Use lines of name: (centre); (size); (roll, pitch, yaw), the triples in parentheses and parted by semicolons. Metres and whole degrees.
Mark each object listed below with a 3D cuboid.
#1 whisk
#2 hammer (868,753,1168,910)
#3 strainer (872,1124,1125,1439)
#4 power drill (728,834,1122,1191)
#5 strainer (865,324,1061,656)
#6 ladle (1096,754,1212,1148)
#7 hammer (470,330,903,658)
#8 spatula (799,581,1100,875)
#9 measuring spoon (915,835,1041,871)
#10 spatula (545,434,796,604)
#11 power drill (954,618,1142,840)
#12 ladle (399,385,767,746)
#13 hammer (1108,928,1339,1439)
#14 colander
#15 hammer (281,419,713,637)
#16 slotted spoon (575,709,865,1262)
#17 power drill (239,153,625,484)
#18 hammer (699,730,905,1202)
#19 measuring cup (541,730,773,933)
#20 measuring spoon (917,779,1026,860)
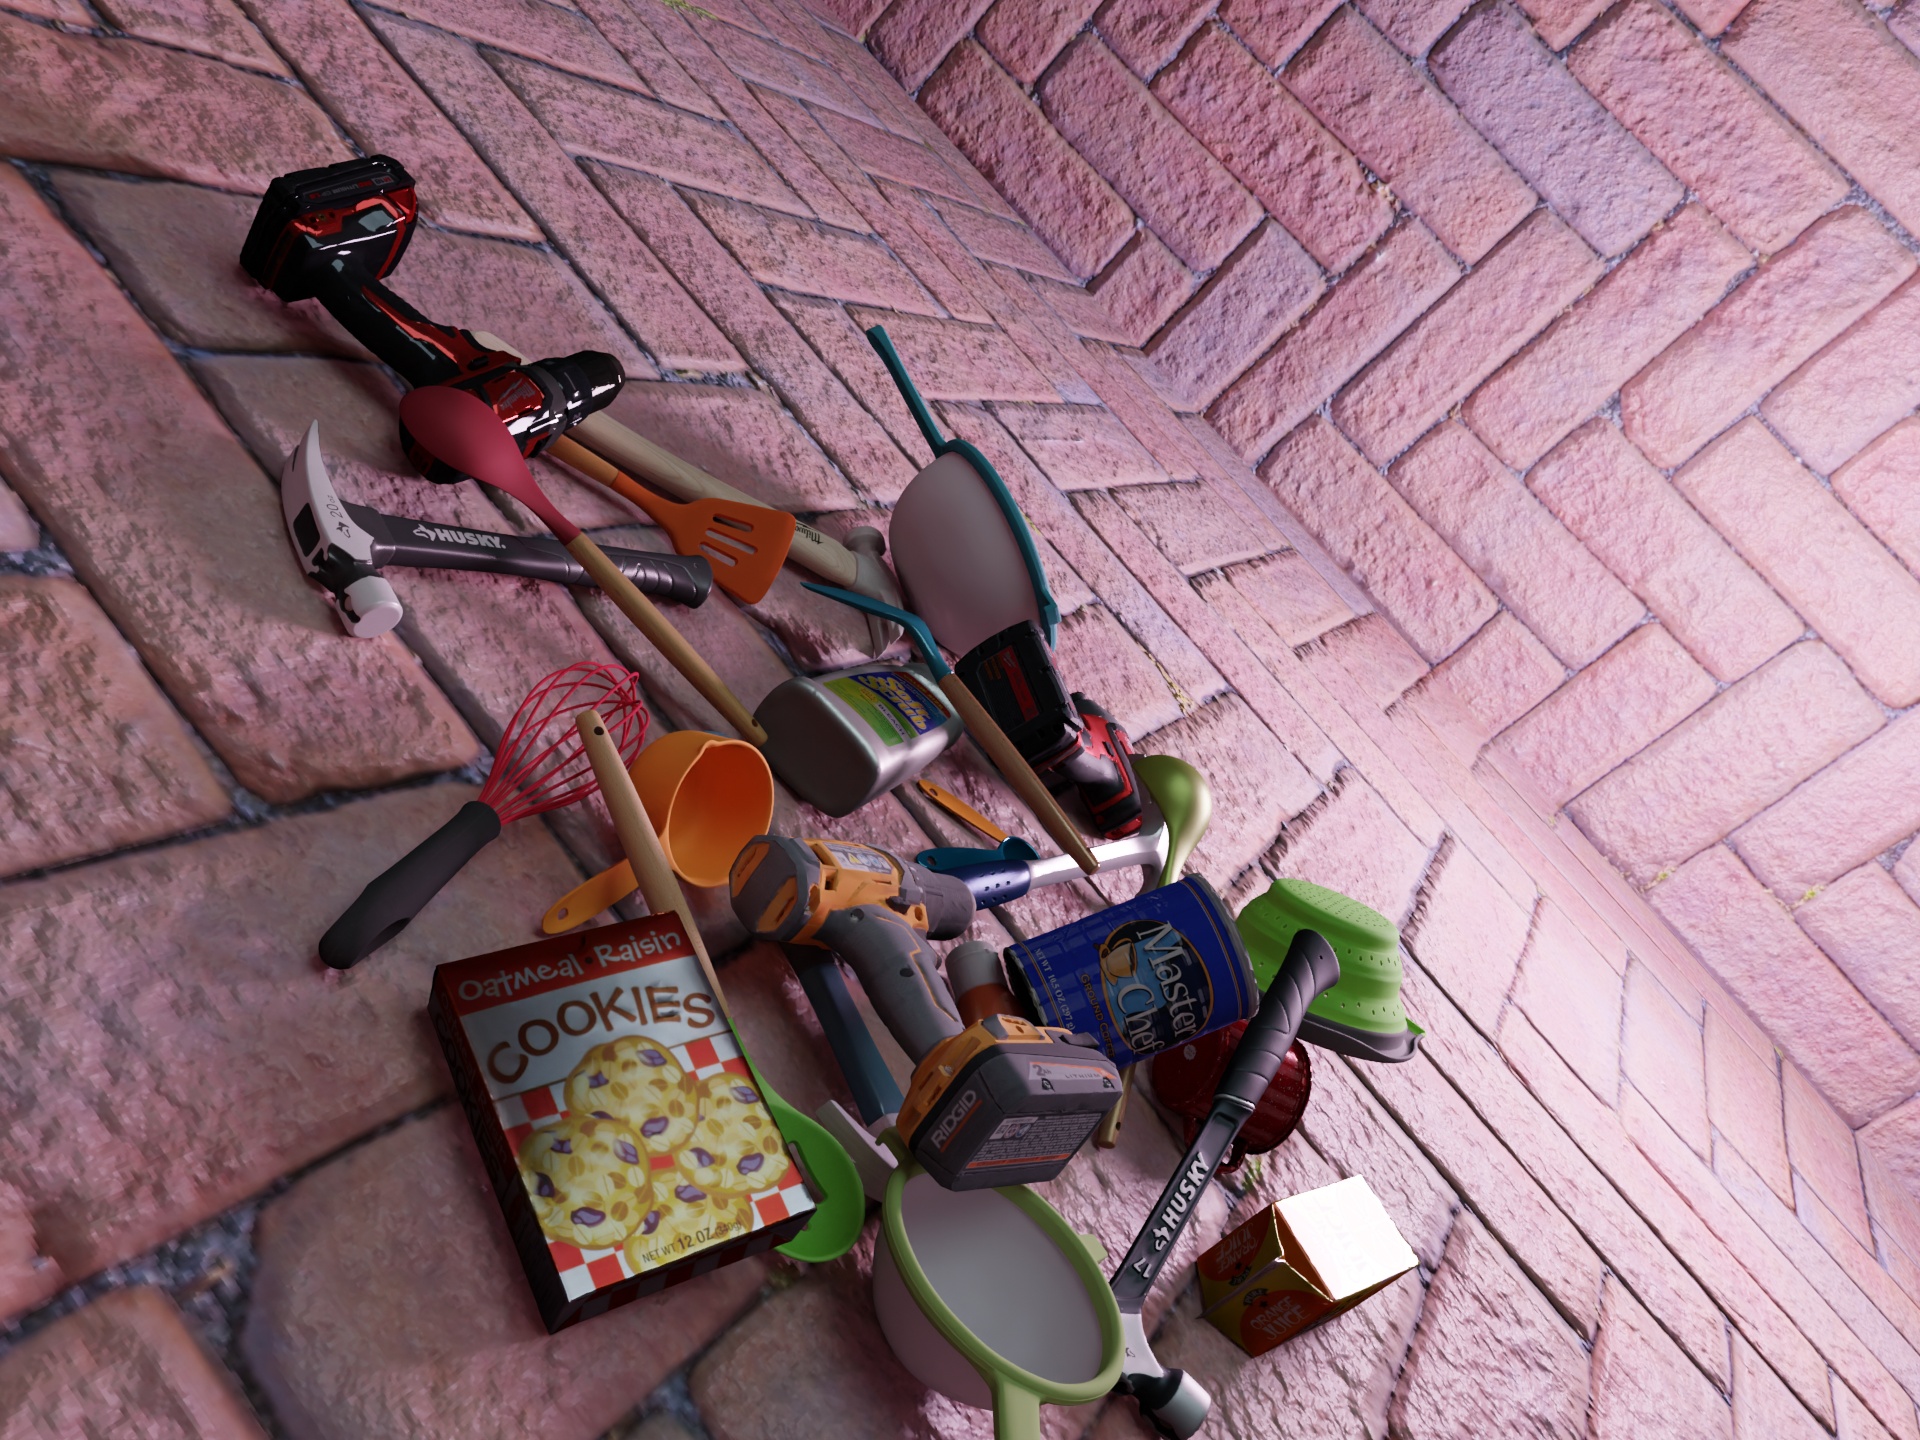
whisk: (-0.242, 0.043, 0.838); (0.073, 0.073, 0.296); (43, 30, -6)
hammer: (0.050, 0.108, 1.166); (0.405, 0.035, 0.144); (-5, 96, -53)
strainer: (0.009, 0.321, 0.766); (0.151, 0.069, 0.257); (33, 20, -16)
power drill: (-0.010, 0.154, 0.904); (0.185, 0.084, 0.226); (16, 25, -52)
strainer: (-0.033, -0.188, 1.400); (0.340, 0.095, 0.211); (63, -12, 8)
ladle: (0.129, 0.159, 1.153); (0.078, 0.062, 0.320); (49, 46, -36)
hammer: (-0.211, -0.182, 1.261); (0.410, 0.038, 0.146); (27, 31, -34)
spatula: (-0.002, -0.004, 1.175); (0.318, 0.044, 0.082); (52, 22, 23)
measuring spoon: (0.011, 0.109, 1.192); (0.128, 0.021, 0.042); (5, 51, -43)
spatula: (-0.273, -0.193, 1.167); (0.322, 0.041, 0.081); (31, 71, -23)
power drill: (0.088, 0.008, 1.349); (0.219, 0.078, 0.143); (36, 28, -54)
ladle: (-0.233, -0.097, 1.026); (0.315, 0.031, 0.069); (48, 32, -18)
hammer: (0.167, 0.261, 1.043); (0.149, 0.036, 0.409); (44, 41, 2)
colander: (0.229, 0.177, 1.262); (0.396, 0.094, 0.205); (13, 12, -36)
hammer: (-0.283, -0.110, 1.036); (0.334, 0.035, 0.146); (1, 51, -58)
slotted spoon: (-0.135, 0.134, 0.831); (0.070, 0.031, 0.314); (-16, 75, -41)
power drill: (-0.352, -0.275, 1.092); (0.226, 0.080, 0.188); (48, 40, 0)
hammer: (-0.091, 0.140, 0.956); (0.128, 0.033, 0.331); (13, 40, -52)
measuring cup: (-0.182, 0.067, 0.899); (0.052, 0.095, 0.173); (14, 34, 36)
measuring spoon: (0.012, 0.082, 1.240); (0.117, 0.011, 0.021); (35, 26, -14)
